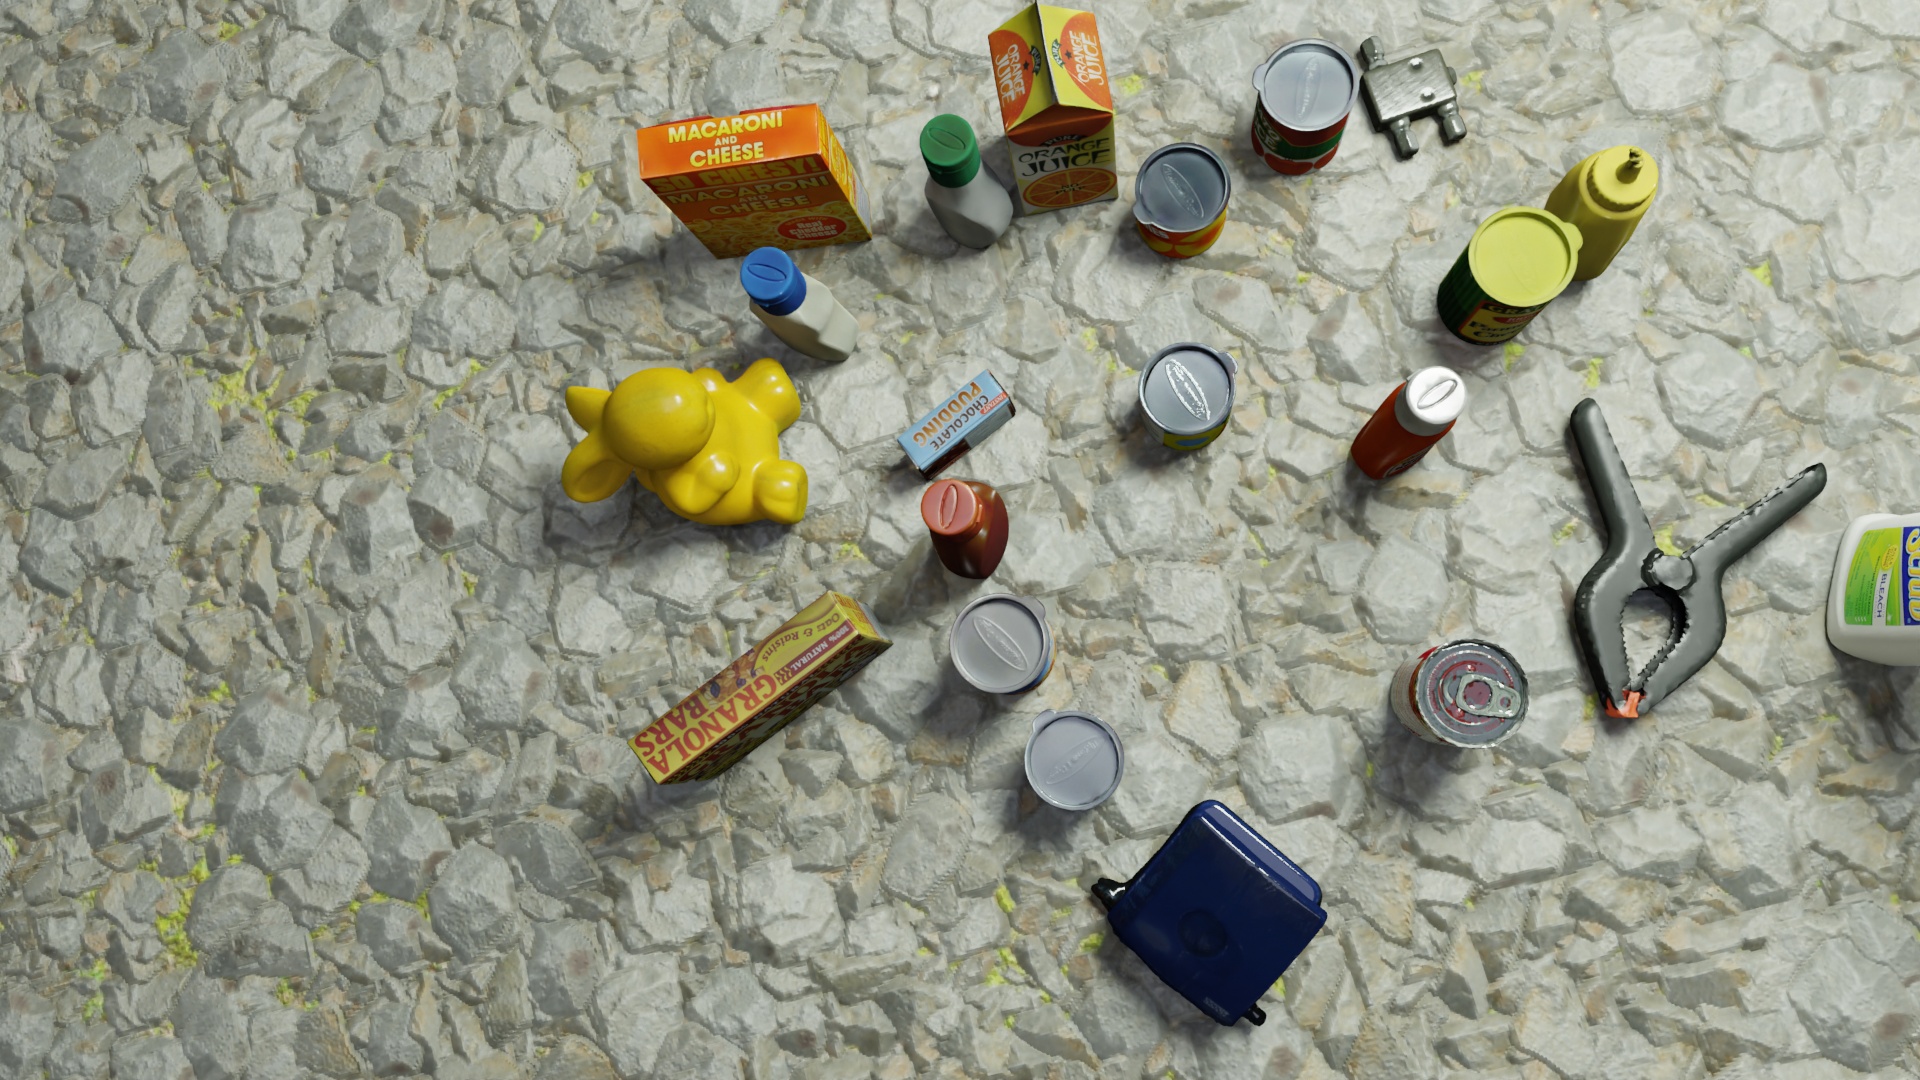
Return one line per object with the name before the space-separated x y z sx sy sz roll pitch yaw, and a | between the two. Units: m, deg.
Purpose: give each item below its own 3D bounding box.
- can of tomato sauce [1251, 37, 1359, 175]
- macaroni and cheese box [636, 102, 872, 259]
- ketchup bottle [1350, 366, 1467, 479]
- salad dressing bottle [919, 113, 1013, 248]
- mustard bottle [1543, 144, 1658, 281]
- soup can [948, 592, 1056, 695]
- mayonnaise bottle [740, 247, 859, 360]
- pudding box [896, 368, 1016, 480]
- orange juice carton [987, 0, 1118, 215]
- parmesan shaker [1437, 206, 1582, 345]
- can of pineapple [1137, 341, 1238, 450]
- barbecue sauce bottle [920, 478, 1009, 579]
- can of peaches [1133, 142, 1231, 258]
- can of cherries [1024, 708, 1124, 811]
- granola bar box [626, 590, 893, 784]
can of tomato sauce | 0.238 -0.302 0.976 0.071 0.083 0.071 -1 82 8
macaroni and cheese box | -0.140 -0.249 0.977 0.124 0.166 0.040 -6 82 7
ketchup bottle | 0.294 -0.079 0.904 0.065 0.148 0.043 -37 79 2
salad dressing bottle | 0.001 -0.249 0.968 0.064 0.147 0.044 30 88 10
mustard bottle | 0.416 -0.217 0.901 0.049 0.160 0.065 8 84 9
soup can | 0.033 0.071 0.951 0.071 0.083 0.071 -1 82 8
mayonnaise bottle | -0.115 -0.164 0.971 0.065 0.148 0.041 17 85 10
pudding box | -0.002 -0.082 0.995 0.084 0.049 0.030 -38 79 1
orange juice carton | 0.065 -0.293 0.942 0.073 0.192 0.072 -10 82 7
parmesan shaker | 0.366 -0.175 0.931 0.071 0.103 0.071 -1 82 8
can of pineapple | 0.160 -0.100 0.971 0.071 0.058 0.071 -1 82 8
barbecue sauce bottle | 0.003 -0.012 0.934 0.044 0.148 0.065 11 84 9
can of peaches | 0.156 -0.240 0.991 0.071 0.058 0.071 -1 82 8
can of cherries | 0.078 0.147 0.947 0.071 0.058 0.071 -1 82 8
granola bar box | -0.130 0.102 0.948 0.165 0.124 0.039 -37 79 2
